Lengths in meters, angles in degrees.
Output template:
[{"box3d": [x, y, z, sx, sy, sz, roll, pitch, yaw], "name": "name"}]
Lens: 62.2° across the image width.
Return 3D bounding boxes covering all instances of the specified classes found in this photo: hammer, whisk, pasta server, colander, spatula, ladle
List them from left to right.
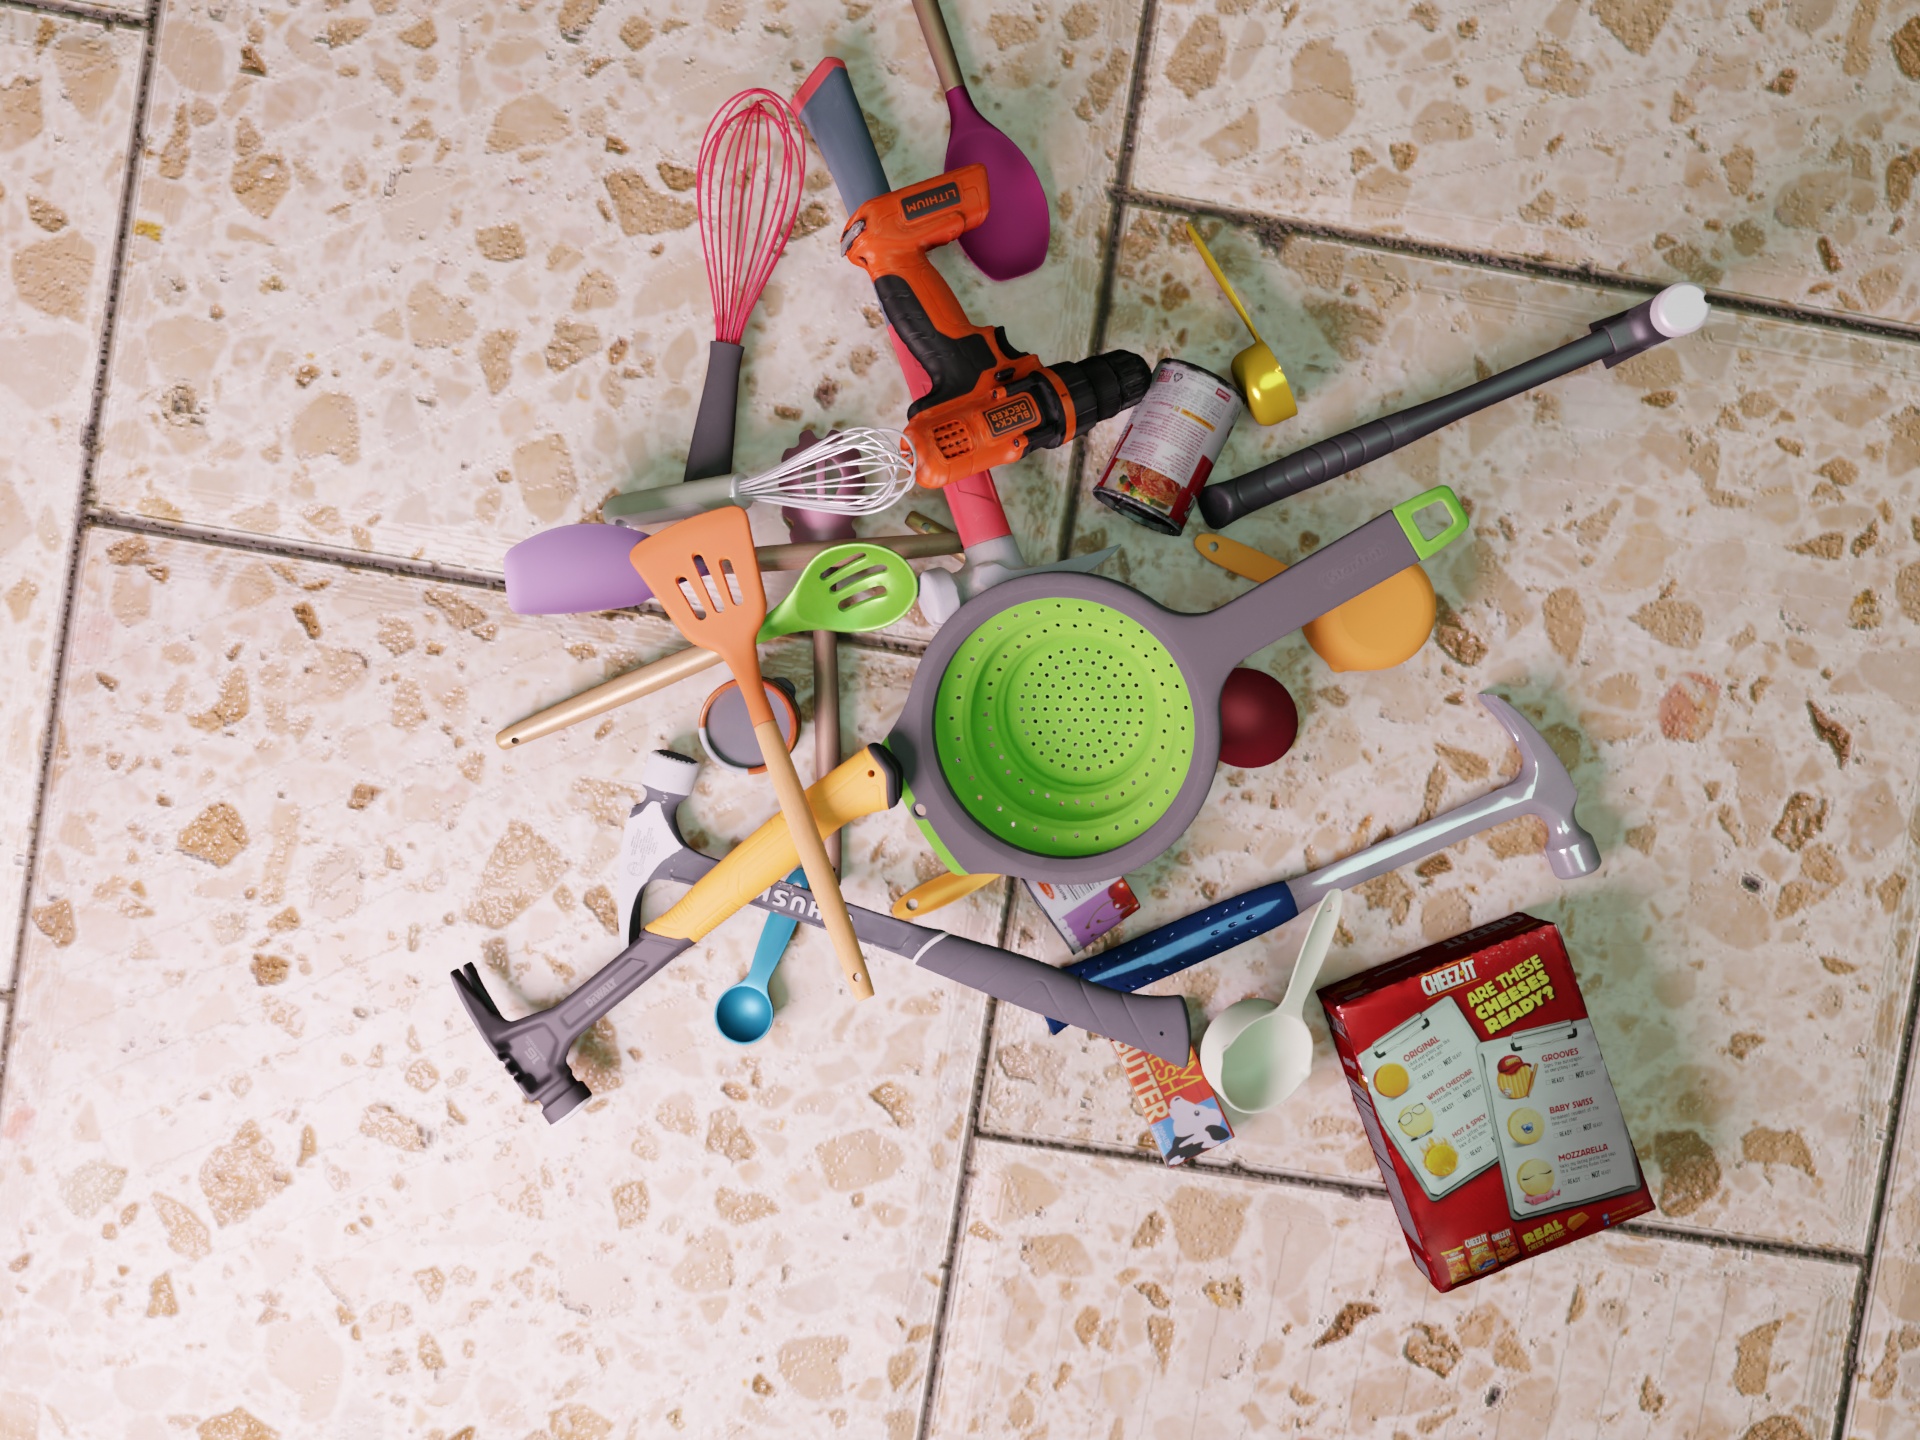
[{"box3d": [-0.179, 0.121, 1.051, 0.337, 0.034, 0.127, -38, 87, 7], "name": "hammer"}, {"box3d": [-0.155, -0.273, 1.072, 0.073, 0.073, 0.296, 9, 98, -3], "name": "whisk"}, {"box3d": [-0.137, -0.108, 1.047, 0.316, 0.018, 0.059, -6, 114, -15], "name": "spatula"}, {"box3d": [-0.135, -0.149, 1.032, 0.246, 0.057, 0.059, -5, 71, 29], "name": "whisk"}, {"box3d": [-0.118, 0.024, 1.006, 0.081, 0.041, 0.323, -22, 80, 1], "name": "spatula"}, {"box3d": [-0.093, -0.042, 1.098, 0.060, 0.040, 0.316, -1, 96, -3], "name": "pasta server"}, {"box3d": [-0.041, 0.151, 1.064, 0.409, 0.036, 0.149, 18, 93, 8], "name": "hammer"}, {"box3d": [-0.016, -0.264, 1.074, 0.143, 0.038, 0.386, -18, 87, -20], "name": "hammer"}, {"box3d": [0.099, -0.061, 1.107, 0.315, 0.031, 0.069, 31, 92, -2], "name": "ladle"}, {"box3d": [0.141, -0.040, 1.038, 0.397, 0.094, 0.204, -30, 92, 16], "name": "colander"}, {"box3d": [0.239, 0.114, 1.114, 0.405, 0.035, 0.144, -23, 93, -2], "name": "hammer"}, {"box3d": [0.320, -0.207, 1.079, 0.335, 0.146, 0.035, -22, 93, 9], "name": "hammer"}]

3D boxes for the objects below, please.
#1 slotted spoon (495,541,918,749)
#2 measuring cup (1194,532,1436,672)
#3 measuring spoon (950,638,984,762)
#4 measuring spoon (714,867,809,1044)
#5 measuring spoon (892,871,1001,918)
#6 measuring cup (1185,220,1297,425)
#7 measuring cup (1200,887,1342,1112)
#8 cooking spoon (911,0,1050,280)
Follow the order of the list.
[{"box3d": [-0.174, -0.045, 1.069, 0.314, 0.031, 0.070, -22, 124, 9], "name": "slotted spoon"}, {"box3d": [0.245, -0.093, 1.098, 0.173, 0.052, 0.095, 22, 91, -6], "name": "measuring cup"}, {"box3d": [-0.002, -0.004, 1.111, 0.034, 0.018, 0.124, 17, 84, -3], "name": "measuring spoon"}, {"box3d": [-0.132, 0.164, 1.109, 0.042, 0.021, 0.129, 21, 82, 10], "name": "measuring spoon"}, {"box3d": [0.006, 0.110, 1.117, 0.117, 0.011, 0.021, -25, 93, 2], "name": "measuring spoon"}, {"box3d": [0.184, -0.272, 1.096, 0.029, 0.062, 0.156, -29, 82, 8], "name": "measuring cup"}, {"box3d": [0.218, 0.187, 1.094, 0.083, 0.038, 0.167, 19, 96, -29], "name": "measuring cup"}, {"box3d": [-0.012, -0.457, 1.090, 0.069, 0.017, 0.319, -19, 93, -3], "name": "cooking spoon"}]
